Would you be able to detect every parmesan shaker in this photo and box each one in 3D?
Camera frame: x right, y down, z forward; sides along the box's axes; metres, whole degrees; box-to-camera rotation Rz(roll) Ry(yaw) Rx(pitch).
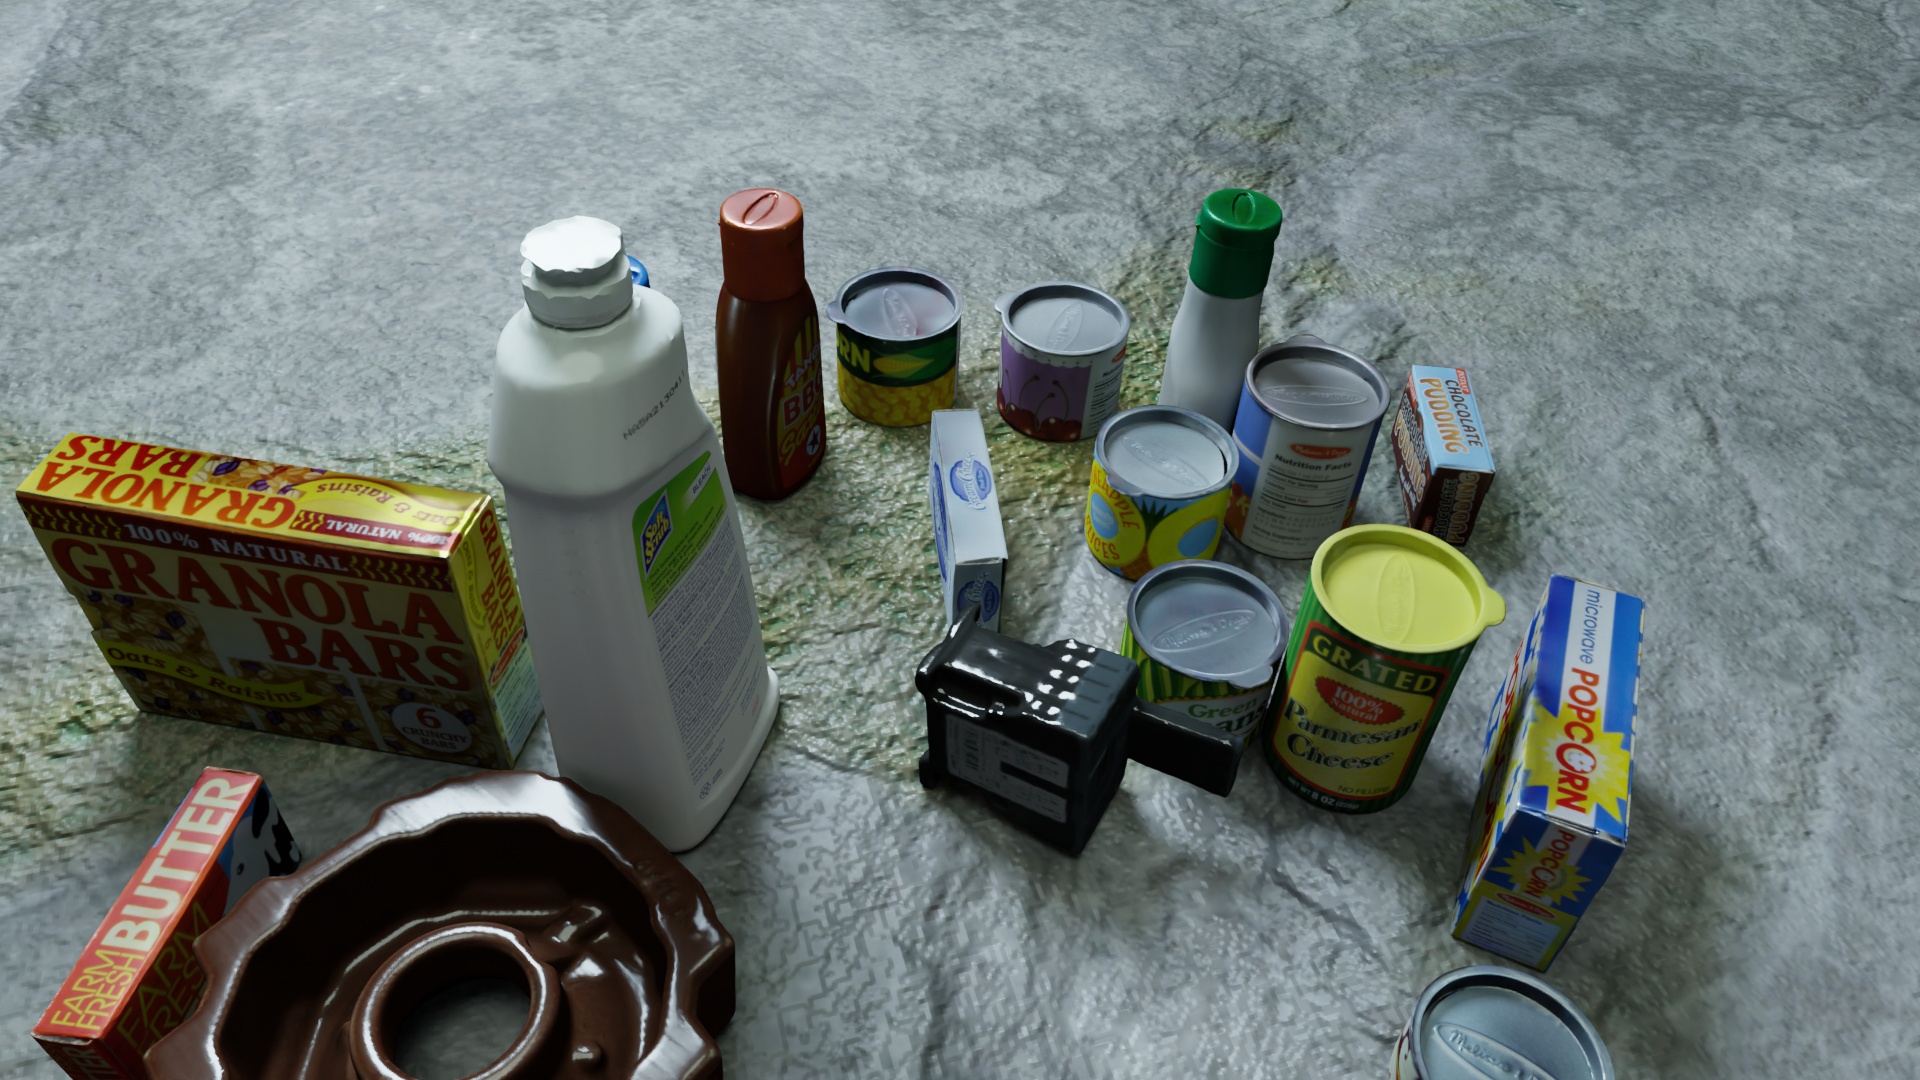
[{"bbox_3d":[0.164,0.054,0.550,0.071,0.102,0.072,2,44,-2],"label":"parmesan shaker"}]

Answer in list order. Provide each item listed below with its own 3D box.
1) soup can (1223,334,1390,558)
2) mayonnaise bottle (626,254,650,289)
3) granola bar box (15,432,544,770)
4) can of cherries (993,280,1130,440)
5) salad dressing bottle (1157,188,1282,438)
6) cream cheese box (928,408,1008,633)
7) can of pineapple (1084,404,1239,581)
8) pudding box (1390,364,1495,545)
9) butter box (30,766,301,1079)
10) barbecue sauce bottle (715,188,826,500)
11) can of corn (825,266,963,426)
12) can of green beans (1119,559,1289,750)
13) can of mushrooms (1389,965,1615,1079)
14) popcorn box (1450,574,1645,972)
[{"bbox_3d":[0.162,-0.044,0.666,0.071,0.083,0.072,2,44,-2],"label":"soup can"},{"bbox_3d":[-0.148,-0.054,0.612,0.065,0.147,0.041,-2,44,-5],"label":"mayonnaise bottle"},{"bbox_3d":[-0.256,0.027,0.538,0.166,0.123,0.039,8,44,5],"label":"granola bar box"},{"bbox_3d":[0.051,-0.095,0.730,0.071,0.058,0.072,2,44,-2],"label":"can of cherries"},{"bbox_3d":[0.123,-0.096,0.671,0.044,0.146,0.064,10,44,7],"label":"salad dressing bottle"},{"bbox_3d":[0.002,-0.008,0.640,0.024,0.053,0.104,-3,44,-6],"label":"cream cheese box"},{"bbox_3d":[0.092,-0.021,0.656,0.071,0.057,0.071,2,44,-2],"label":"can of pineapple"},{"bbox_3d":[0.240,-0.044,0.694,0.030,0.049,0.084,6,44,3],"label":"pudding box"},{"bbox_3d":[-0.267,0.135,0.476,0.024,0.052,0.104,7,44,4],"label":"butter box"},{"bbox_3d":[-0.090,-0.092,0.653,0.044,0.147,0.065,16,45,13],"label":"barbecue sauce bottle"},{"bbox_3d":[-0.035,-0.101,0.731,0.071,0.058,0.071,2,44,-2],"label":"can of corn"},{"bbox_3d":[0.099,0.051,0.581,0.071,0.057,0.071,2,44,-2],"label":"can of green beans"},{"bbox_3d":[0.180,0.183,0.467,0.071,0.033,0.071,2,44,-2],"label":"can of mushrooms"},{"bbox_3d":[0.226,0.086,0.533,0.038,0.084,0.127,18,46,15],"label":"popcorn box"}]
